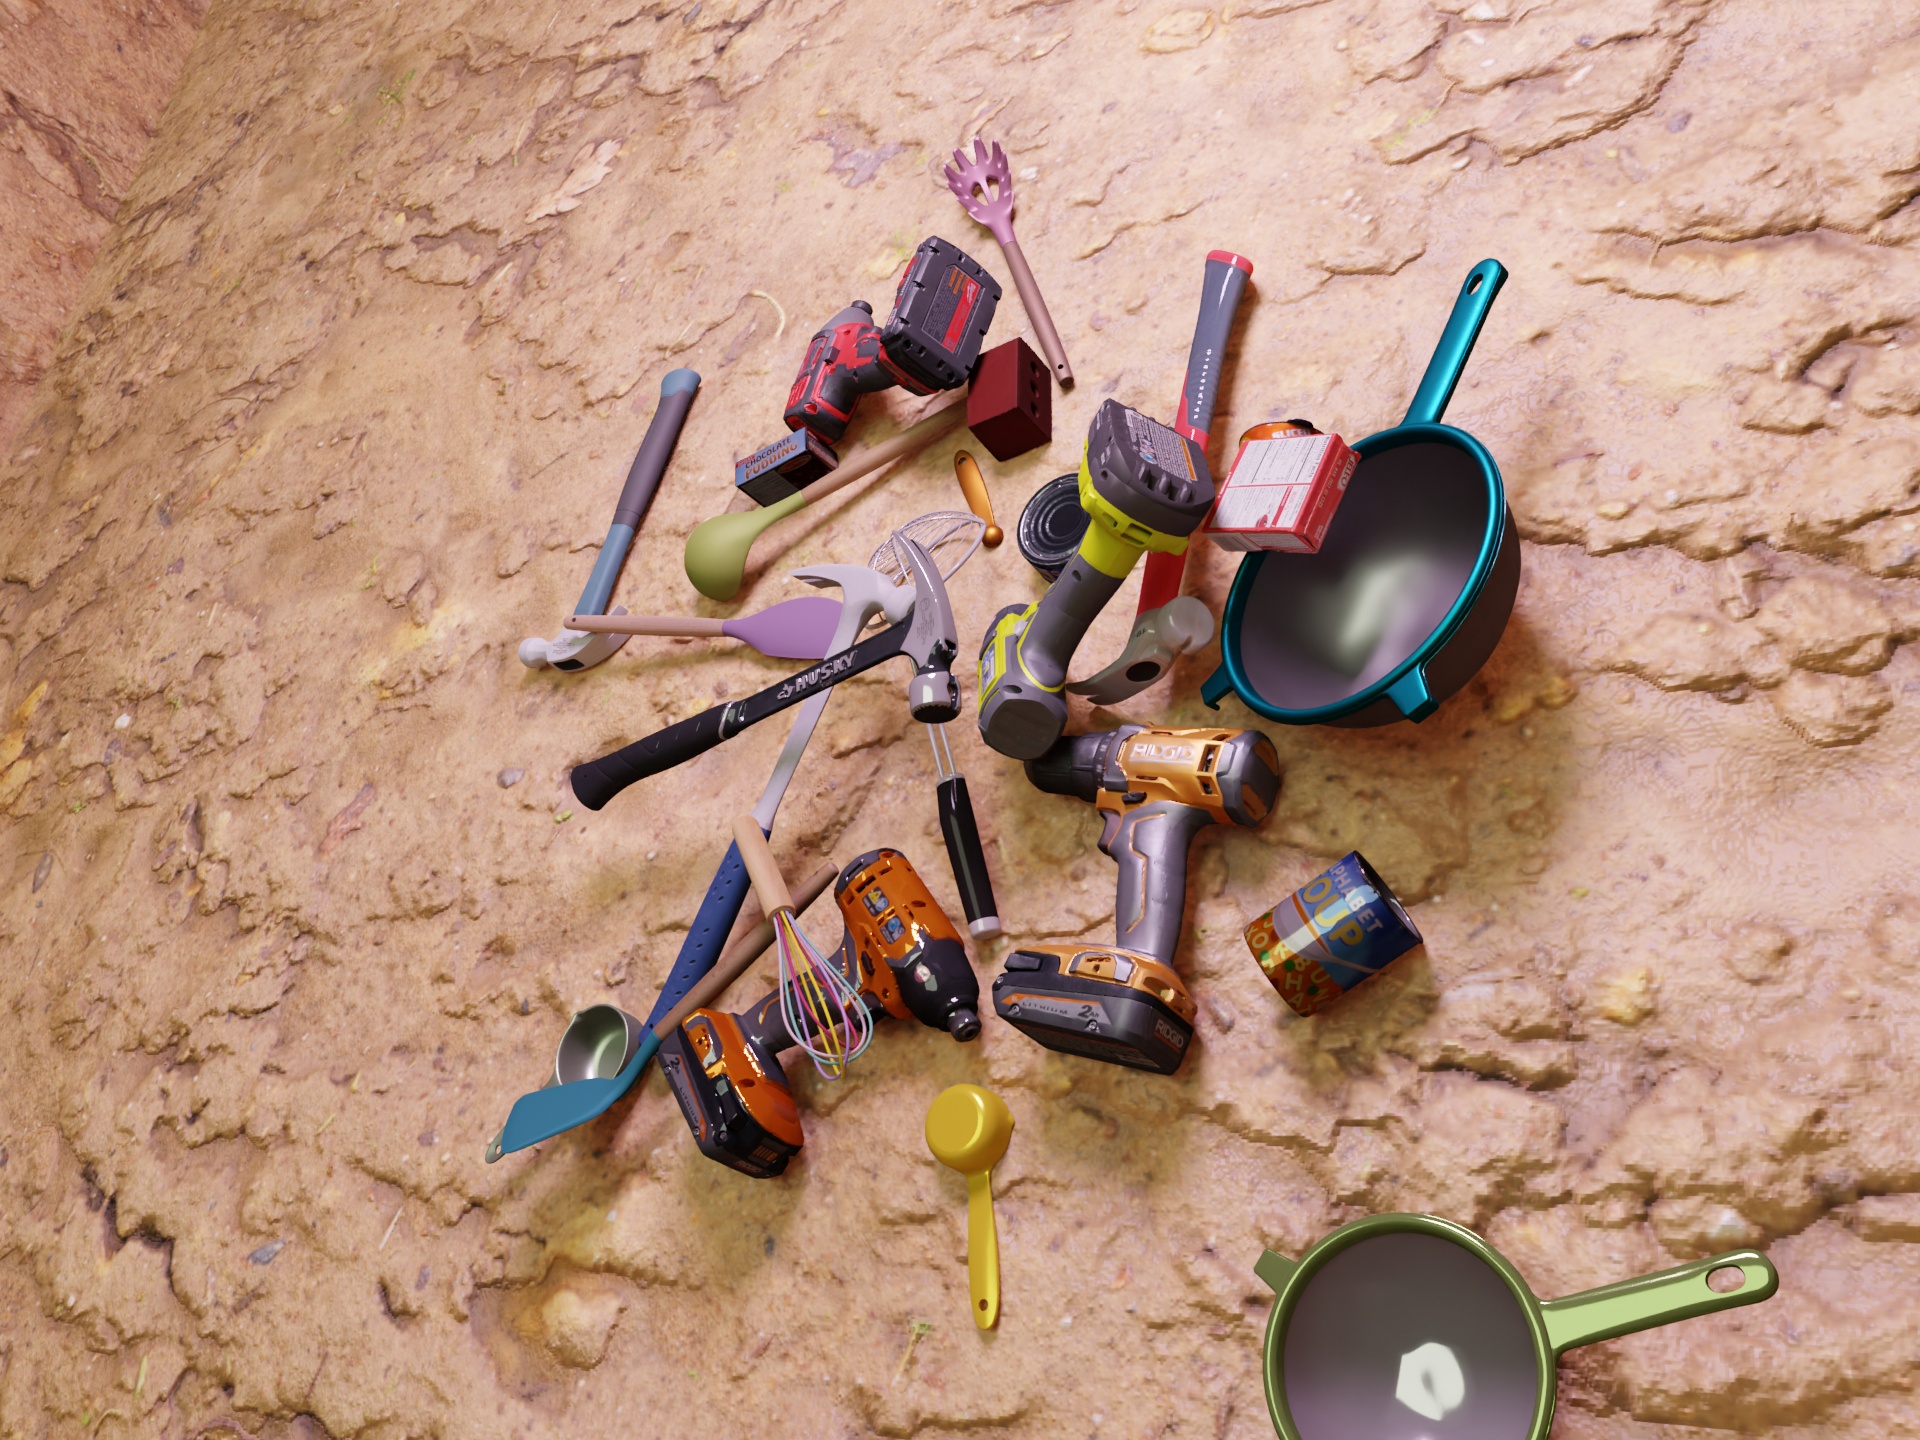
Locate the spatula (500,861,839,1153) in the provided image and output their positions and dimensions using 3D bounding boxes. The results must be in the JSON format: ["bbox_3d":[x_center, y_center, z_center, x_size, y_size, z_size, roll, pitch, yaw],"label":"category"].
[{"bbox_3d":[-0.212,0.210,1.177,0.317,0.044,0.082,-44,16,6],"label":"spatula"}]

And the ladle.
[{"bbox_3d":[-0.109,-0.203,1.403,0.320,0.062,0.078,-28,59,12],"label":"ladle"}]

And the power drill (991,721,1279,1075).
[{"bbox_3d":[0.096,0.103,1.049,0.185,0.084,0.226,4,63,39],"label":"power drill"}]

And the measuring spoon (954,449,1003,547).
[{"bbox_3d":[0.012,-0.187,1.318,0.021,0.011,0.117,-32,50,17],"label":"measuring spoon"}]

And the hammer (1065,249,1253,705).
[{"bbox_3d":[0.160,-0.192,1.182,0.143,0.038,0.387,-35,35,55],"label":"hammer"}]

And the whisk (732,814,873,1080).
[{"bbox_3d":[-0.117,0.148,1.102,0.051,0.047,0.245,-36,45,5],"label":"whisk"}]

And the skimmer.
[{"bbox_3d":[-0.002,-0.004,1.211,0.127,0.090,0.364,-31,60,32],"label":"skimmer"}]

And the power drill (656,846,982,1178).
[{"bbox_3d":[-0.091,0.216,1.119,0.226,0.084,0.164,-42,48,3],"label":"power drill"}]

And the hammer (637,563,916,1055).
[{"bbox_3d":[-0.152,0.067,1.224,0.144,0.035,0.405,28,94,44],"label":"hammer"}]

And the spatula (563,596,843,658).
[{"bbox_3d":[-0.227,-0.084,1.409,0.316,0.018,0.060,3,66,28],"label":"spatula"}]

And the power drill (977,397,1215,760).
[{"bbox_3d":[0.081,-0.101,1.105,0.223,0.080,0.171,-59,15,28],"label":"power drill"}]

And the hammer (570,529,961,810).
[{"bbox_3d":[-0.163,-0.012,1.213,0.409,0.036,0.149,-22,60,35],"label":"hammer"}]

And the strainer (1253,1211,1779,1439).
[{"bbox_3d":[0.281,0.315,0.797,0.256,0.069,0.152,-25,50,21],"label":"strainer"}]

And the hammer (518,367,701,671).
[{"bbox_3d":[-0.327,-0.200,1.557,0.128,0.033,0.331,3,67,38],"label":"hammer"}]

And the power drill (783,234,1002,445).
[{"bbox_3d":[-0.067,-0.329,1.384,0.220,0.078,0.143,-10,54,54],"label":"power drill"}]

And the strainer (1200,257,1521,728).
[{"bbox_3d":[0.299,-0.130,1.012,0.211,0.095,0.340,5,66,59],"label":"strainer"}]

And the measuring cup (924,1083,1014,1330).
[{"bbox_3d":[0.006,0.310,1.026,0.062,0.029,0.157,-22,52,25],"label":"measuring cup"}]

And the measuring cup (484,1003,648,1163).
[{"bbox_3d":[-0.310,0.297,1.260,0.167,0.038,0.083,-45,48,9],"label":"measuring cup"}]

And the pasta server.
[{"bbox_3d":[0.048,-0.405,1.399,0.060,0.040,0.317,-24,53,10],"label":"pasta server"}]
